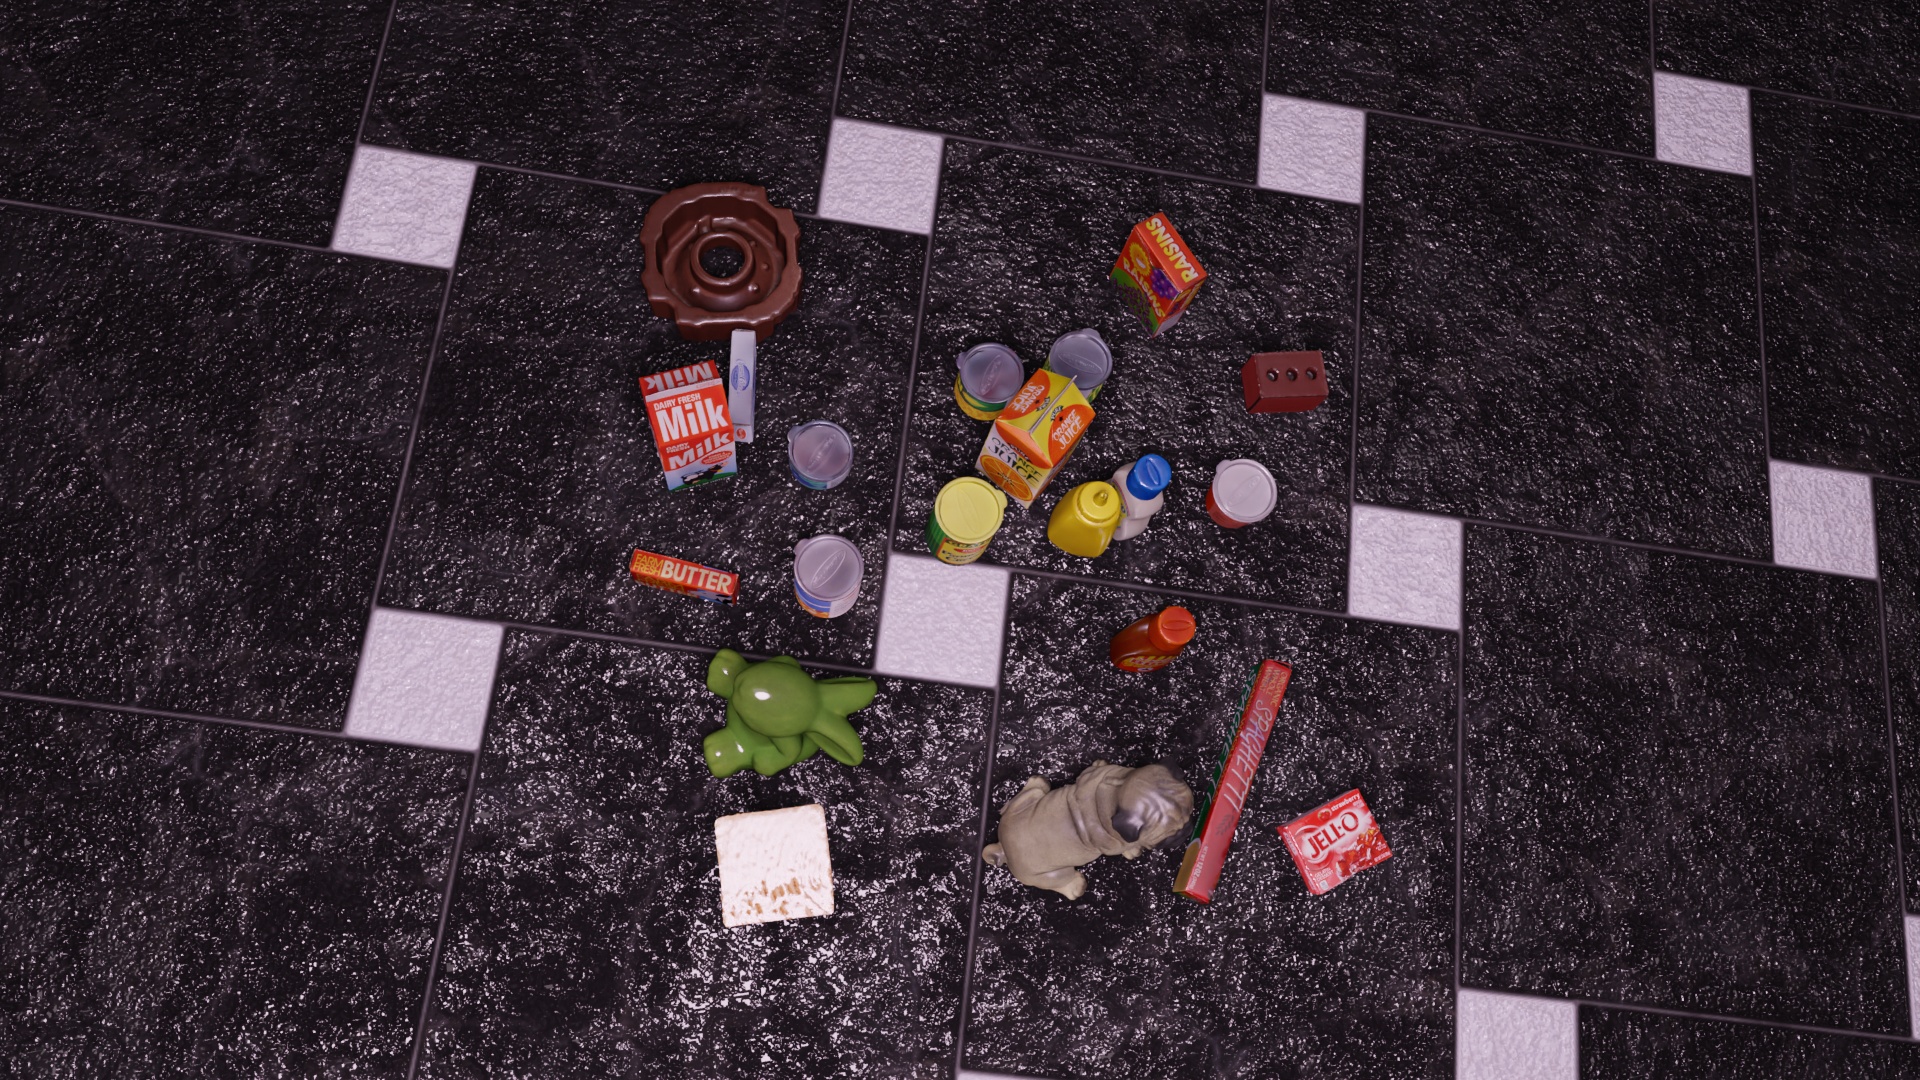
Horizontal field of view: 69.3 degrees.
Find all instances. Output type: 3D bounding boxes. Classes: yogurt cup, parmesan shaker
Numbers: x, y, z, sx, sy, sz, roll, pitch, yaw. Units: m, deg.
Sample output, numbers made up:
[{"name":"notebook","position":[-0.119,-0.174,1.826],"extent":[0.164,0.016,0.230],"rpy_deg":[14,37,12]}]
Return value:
[{"name":"yogurt cup","position":[0.289,-0.045,1.447],"extent":[0.072,0.053,0.072],"rpy_deg":[2,75,-7]},{"name":"parmesan shaker","position":[0.005,-0.017,1.378],"extent":[0.071,0.102,0.071],"rpy_deg":[2,75,-7]}]

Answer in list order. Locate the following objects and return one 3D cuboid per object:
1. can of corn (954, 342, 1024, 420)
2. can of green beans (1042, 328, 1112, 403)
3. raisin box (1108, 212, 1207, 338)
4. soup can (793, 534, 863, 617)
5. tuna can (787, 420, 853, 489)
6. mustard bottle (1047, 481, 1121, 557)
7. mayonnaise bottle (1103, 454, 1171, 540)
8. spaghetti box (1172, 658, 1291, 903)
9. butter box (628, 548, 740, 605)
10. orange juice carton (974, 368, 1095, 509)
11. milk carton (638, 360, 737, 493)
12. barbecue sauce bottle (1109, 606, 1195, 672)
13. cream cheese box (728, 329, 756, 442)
[{"name":"can of corn","position":[0.027,-0.166,1.444],"extent":[0.071,0.058,0.071],"rpy_deg":[2,75,-7]},{"name":"can of green beans","position":[0.121,-0.179,1.460],"extent":[0.071,0.057,0.071],"rpy_deg":[2,75,-7]},{"name":"raisin box","position":[0.206,-0.278,1.464],"extent":[0.040,0.123,0.086],"rpy_deg":[-30,81,-14]},{"name":"soup can","position":[-0.131,0.034,1.356],"extent":[0.071,0.083,0.071],"rpy_deg":[2,75,-7]},{"name":"tuna can","position":[-0.144,-0.088,1.414],"extent":[0.071,0.032,0.071],"rpy_deg":[2,75,-7]},{"name":"mustard bottle","position":[0.128,-0.026,1.366],"extent":[0.065,0.159,0.049],"rpy_deg":[21,74,-1]},{"name":"mayonnaise bottle","position":[0.173,-0.047,1.384],"extent":[0.041,0.147,0.065],"rpy_deg":[-20,79,-12]},{"name":"spaghetti box","position":[0.269,0.234,1.370],"extent":[0.029,0.050,0.251],"rpy_deg":[24,73,-1]},{"name":"butter box","position":[-0.268,0.037,1.354],"extent":[0.103,0.053,0.024],"rpy_deg":[14,74,-3]},{"name":"orange juice carton","position":[0.075,-0.103,1.363],"extent":[0.073,0.192,0.072],"rpy_deg":[39,74,4]},{"name":"milk carton","position":[-0.258,-0.113,1.324],"extent":[0.072,0.190,0.073],"rpy_deg":[-16,78,-11]},{"name":"barbecue sauce bottle","position":[0.190,0.096,1.347],"extent":[0.065,0.148,0.044],"rpy_deg":[0,75,-7]},{"name":"cream cheese box","position":[-0.222,-0.157,1.413],"extent":[0.024,0.053,0.104],"rpy_deg":[2,75,-7]}]
